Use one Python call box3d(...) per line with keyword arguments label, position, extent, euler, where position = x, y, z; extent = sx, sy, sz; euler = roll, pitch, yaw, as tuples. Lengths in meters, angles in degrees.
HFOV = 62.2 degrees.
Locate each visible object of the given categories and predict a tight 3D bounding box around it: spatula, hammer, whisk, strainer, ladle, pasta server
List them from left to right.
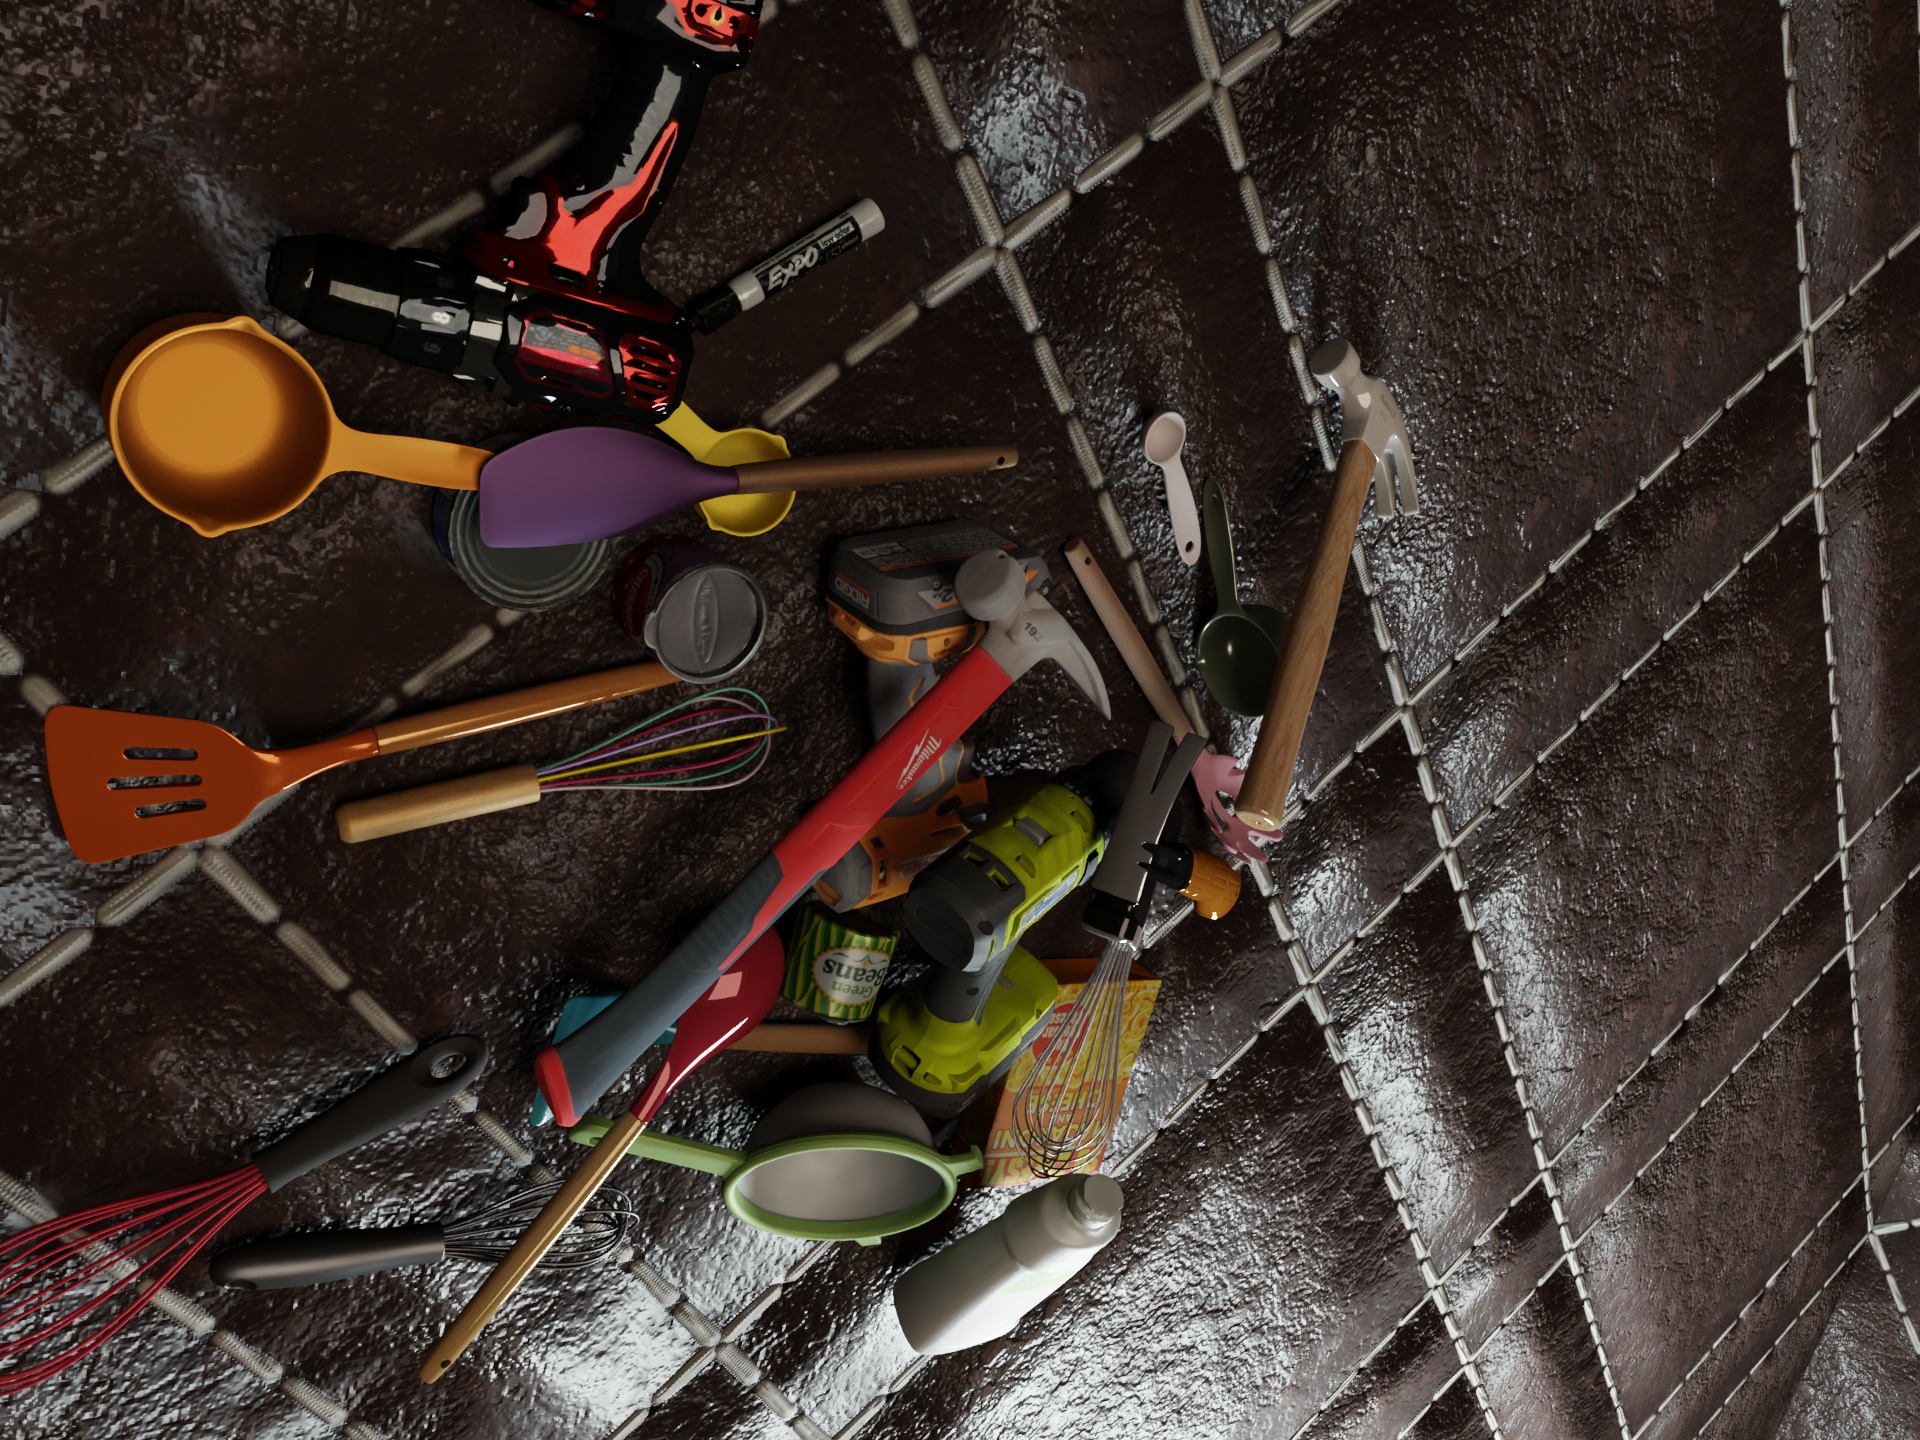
box3d(label="whisk", position=(-0.378, 0.243, 0.817), extent=(0.296, 0.073, 0.073), euler=(-29, 125, -29))
box3d(label="spatula", position=(-0.275, 0.001, 0.803), extent=(0.322, 0.041, 0.081), euler=(-16, 119, -35))
box3d(label="whisk", position=(-0.299, 0.298, 0.909), extent=(0.238, 0.055, 0.055), euler=(3, 109, -33))
box3d(label="whisk", position=(-0.206, 0.026, 0.852), extent=(0.245, 0.047, 0.051), euler=(-13, 119, -28))
box3d(label="ladle", position=(-0.203, 0.246, 0.911), extent=(0.315, 0.031, 0.069), euler=(-51, 133, -8))
box3d(label="spatula", position=(-0.123, 0.205, 0.995), extent=(0.317, 0.044, 0.082), euler=(11, 103, -40))
box3d(label="strainer", position=(-0.124, 0.262, 1.013), extent=(0.256, 0.069, 0.151), euler=(20, 135, -24))
box3d(label="spatula", position=(-0.096, -0.129, 0.828), extent=(0.315, 0.018, 0.059), euler=(-11, 124, -35))
box3d(label="hammer", position=(-0.079, 0.082, 0.883), extent=(0.386, 0.038, 0.143), euler=(-45, 137, -2))
box3d(label="whisk", position=(0.103, 0.177, 1.094), extent=(0.070, 0.070, 0.285), euler=(40, 63, -41))
box3d(label="pasta server", position=(0.148, -0.009, 1.097), extent=(0.060, 0.040, 0.315), euler=(-52, 131, -21))
box3d(label="hammer", position=(0.149, 0.090, 1.048), extent=(0.127, 0.034, 0.336), euler=(-69, 160, -4))
box3d(label="hammer", position=(0.239, -0.082, 1.053), extent=(0.129, 0.031, 0.331), euler=(37, 64, -40))

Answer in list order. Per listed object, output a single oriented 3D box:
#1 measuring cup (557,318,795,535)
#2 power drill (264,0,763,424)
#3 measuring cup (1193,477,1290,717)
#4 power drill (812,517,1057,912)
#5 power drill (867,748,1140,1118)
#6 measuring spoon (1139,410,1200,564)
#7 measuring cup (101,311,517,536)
box3d(label="measuring cup", position=(-0.151, -0.156, 0.824), extent=(0.156, 0.029, 0.062), euler=(41, 82, -29))
box3d(label="power drill", position=(-0.192, -0.254, 0.706), extent=(0.187, 0.080, 0.226), euler=(8, 108, -32))
box3d(label="measuring cup", position=(0.194, -0.086, 1.085), extent=(0.038, 0.083, 0.167), euler=(-23, 107, -36))
box3d(label="power drill", position=(-0.002, -0.003, 0.966), extent=(0.185, 0.084, 0.226), euler=(-14, 122, -33))
box3d(label="power drill", position=(0.031, 0.127, 0.986), extent=(0.190, 0.080, 0.228), euler=(-35, 154, -40))
box3d(label="measuring spoon", position=(0.138, -0.151, 1.042), extent=(0.034, 0.018, 0.124), euler=(-38, 135, -16))
box3d(label="measuring cup", position=(-0.289, -0.129, 0.712), extent=(0.173, 0.052, 0.095), euler=(5, 108, -39))
